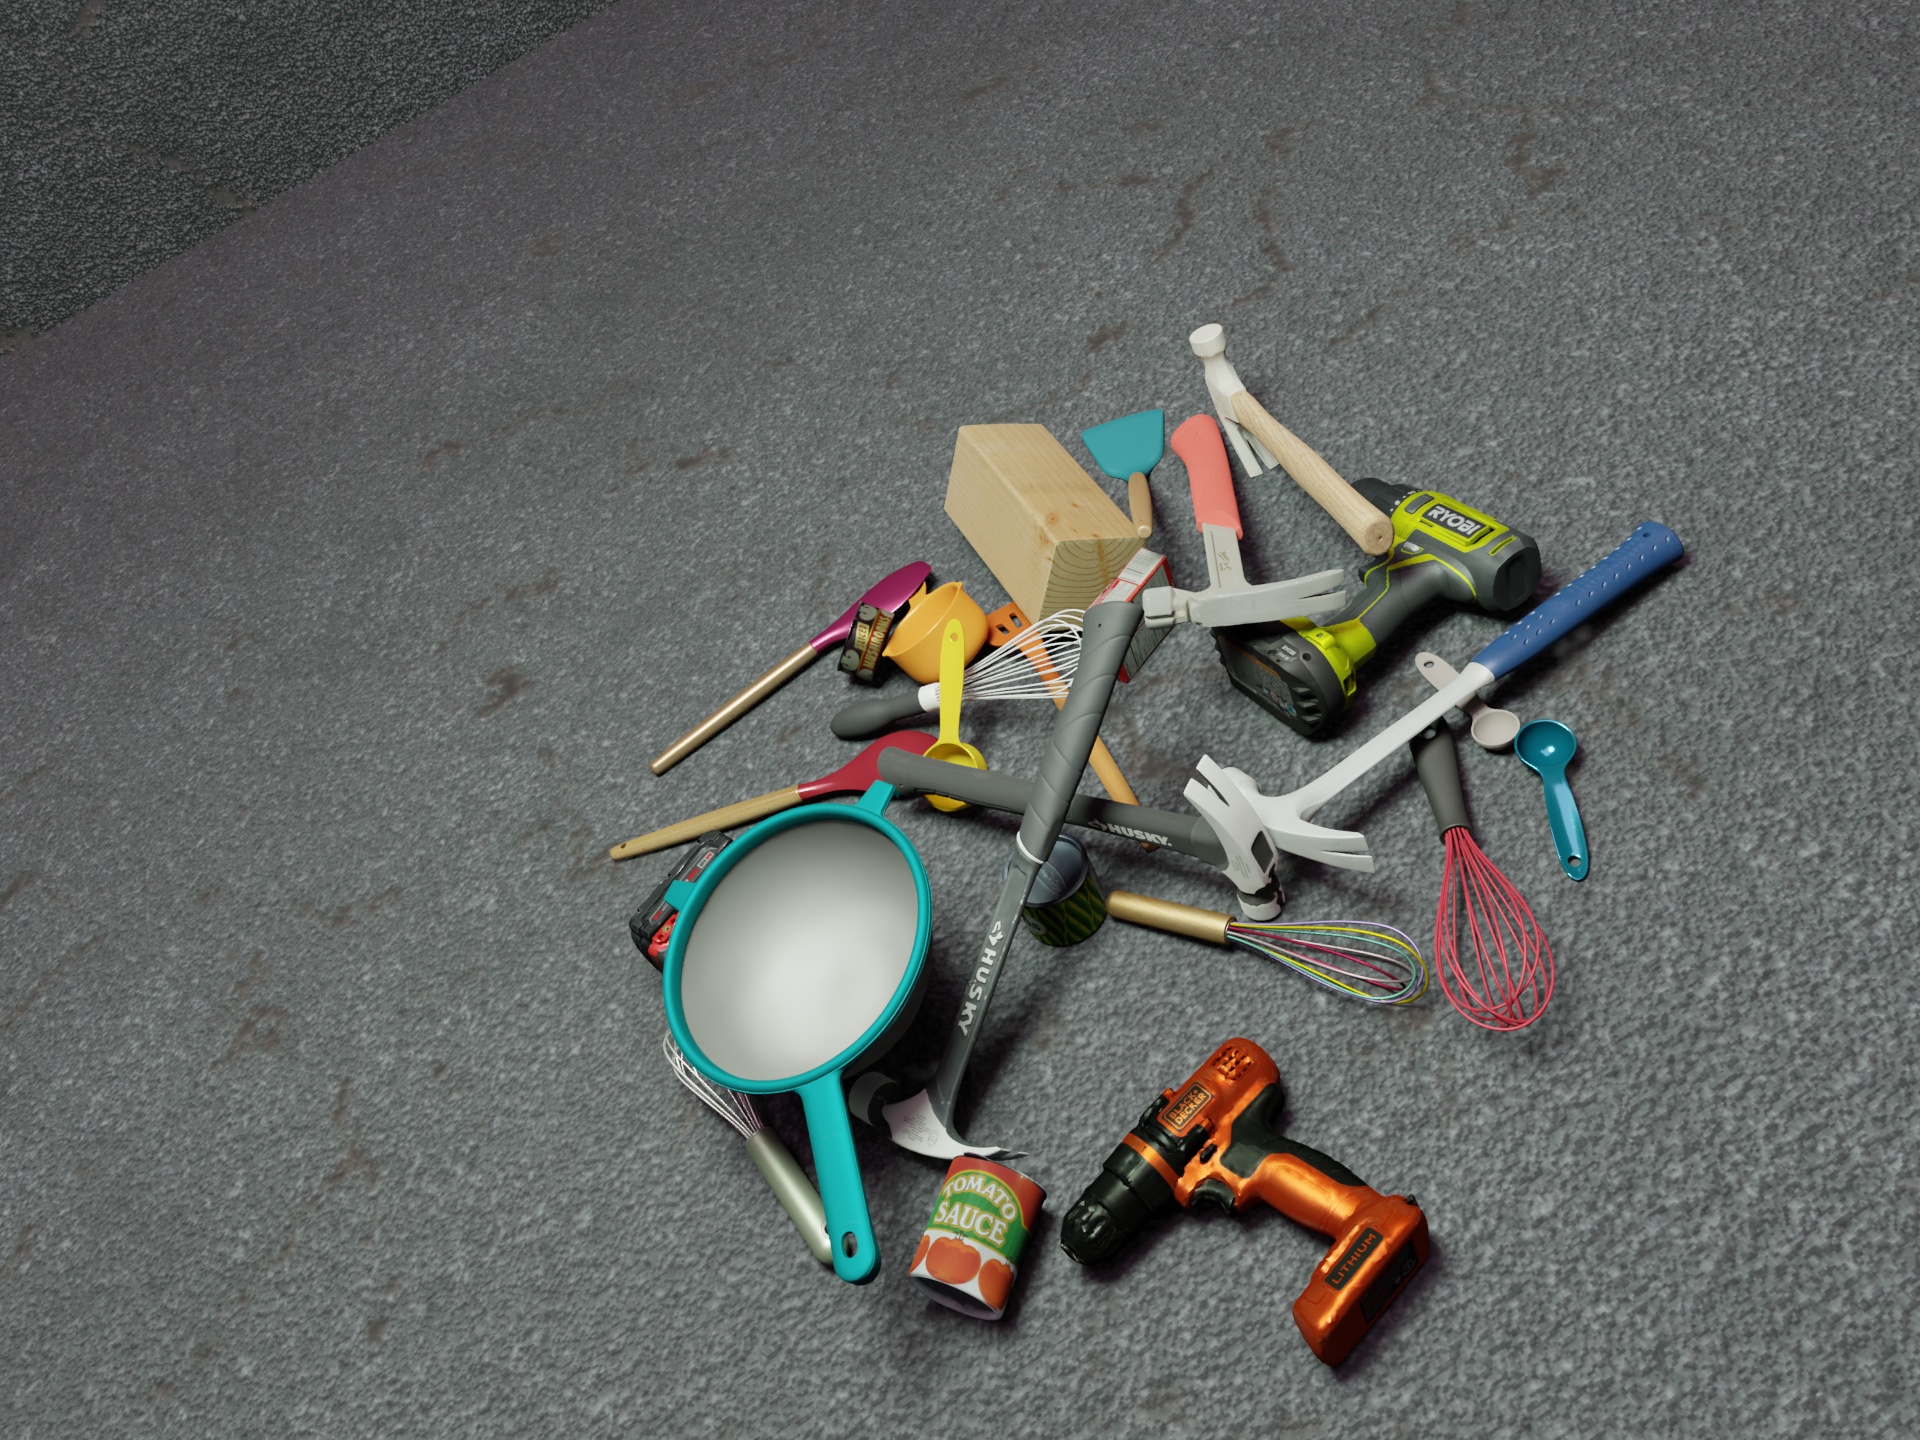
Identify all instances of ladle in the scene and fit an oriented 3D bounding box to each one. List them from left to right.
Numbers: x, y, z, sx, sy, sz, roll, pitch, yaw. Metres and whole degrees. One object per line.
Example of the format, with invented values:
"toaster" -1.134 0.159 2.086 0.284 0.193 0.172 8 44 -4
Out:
"ladle" -0.160 0.070 1.370 0.315 0.031 0.069 -18 45 12

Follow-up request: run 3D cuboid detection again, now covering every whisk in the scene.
"whisk" -0.149 0.299 1.153 0.247 0.057 0.059 44 117 40
"whisk" 0.004 -0.026 1.332 0.284 0.070 0.070 -17 44 31
"whisk" 0.209 0.156 1.115 0.245 0.047 0.051 9 57 36
"whisk" 0.346 0.094 1.095 0.073 0.073 0.296 -14 40 14

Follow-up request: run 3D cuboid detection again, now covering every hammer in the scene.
"hammer" 0.045 0.108 1.105 0.149 0.036 0.409 17 85 46
"hammer" 0.074 0.061 1.189 0.335 0.146 0.035 12 55 35
"hammer" 0.223 -0.176 1.325 0.149 0.036 0.359 -7 31 9
"hammer" 0.275 -0.219 1.319 0.031 0.129 0.332 -27 34 3
"hammer" 0.378 -0.026 1.164 0.405 0.035 0.144 -34 33 -14

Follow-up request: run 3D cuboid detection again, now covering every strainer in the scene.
"strainer" -0.082 0.220 1.074 0.211 0.095 0.341 -27 52 13

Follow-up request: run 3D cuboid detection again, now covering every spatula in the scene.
"spatula" 0.092 -0.008 1.323 0.081 0.041 0.323 -28 49 0
"spatula" 0.154 -0.218 1.415 0.082 0.044 0.318 -15 20 9

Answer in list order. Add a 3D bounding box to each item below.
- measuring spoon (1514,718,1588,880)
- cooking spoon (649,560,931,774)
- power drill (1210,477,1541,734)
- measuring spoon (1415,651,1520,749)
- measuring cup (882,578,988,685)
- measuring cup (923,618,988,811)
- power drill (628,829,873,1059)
"measuring spoon" 0.421 0.058 1.120 0.042 0.021 0.129 -9 57 12
"cooking spoon" -0.157 -0.051 1.472 0.319 0.017 0.069 -38 28 -7
"power drill" 0.314 -0.105 1.267 0.228 0.080 0.191 -35 39 -10
"measuring spoon" 0.381 -0.015 1.203 0.034 0.018 0.124 -30 38 1
"measuring cup" -0.020 -0.087 1.430 0.095 0.052 0.174 -42 18 11
"measuring cup" -0.002 -0.004 1.301 0.062 0.029 0.156 2 90 29
"power drill" -0.138 0.178 1.231 0.220 0.078 0.143 25 66 35
